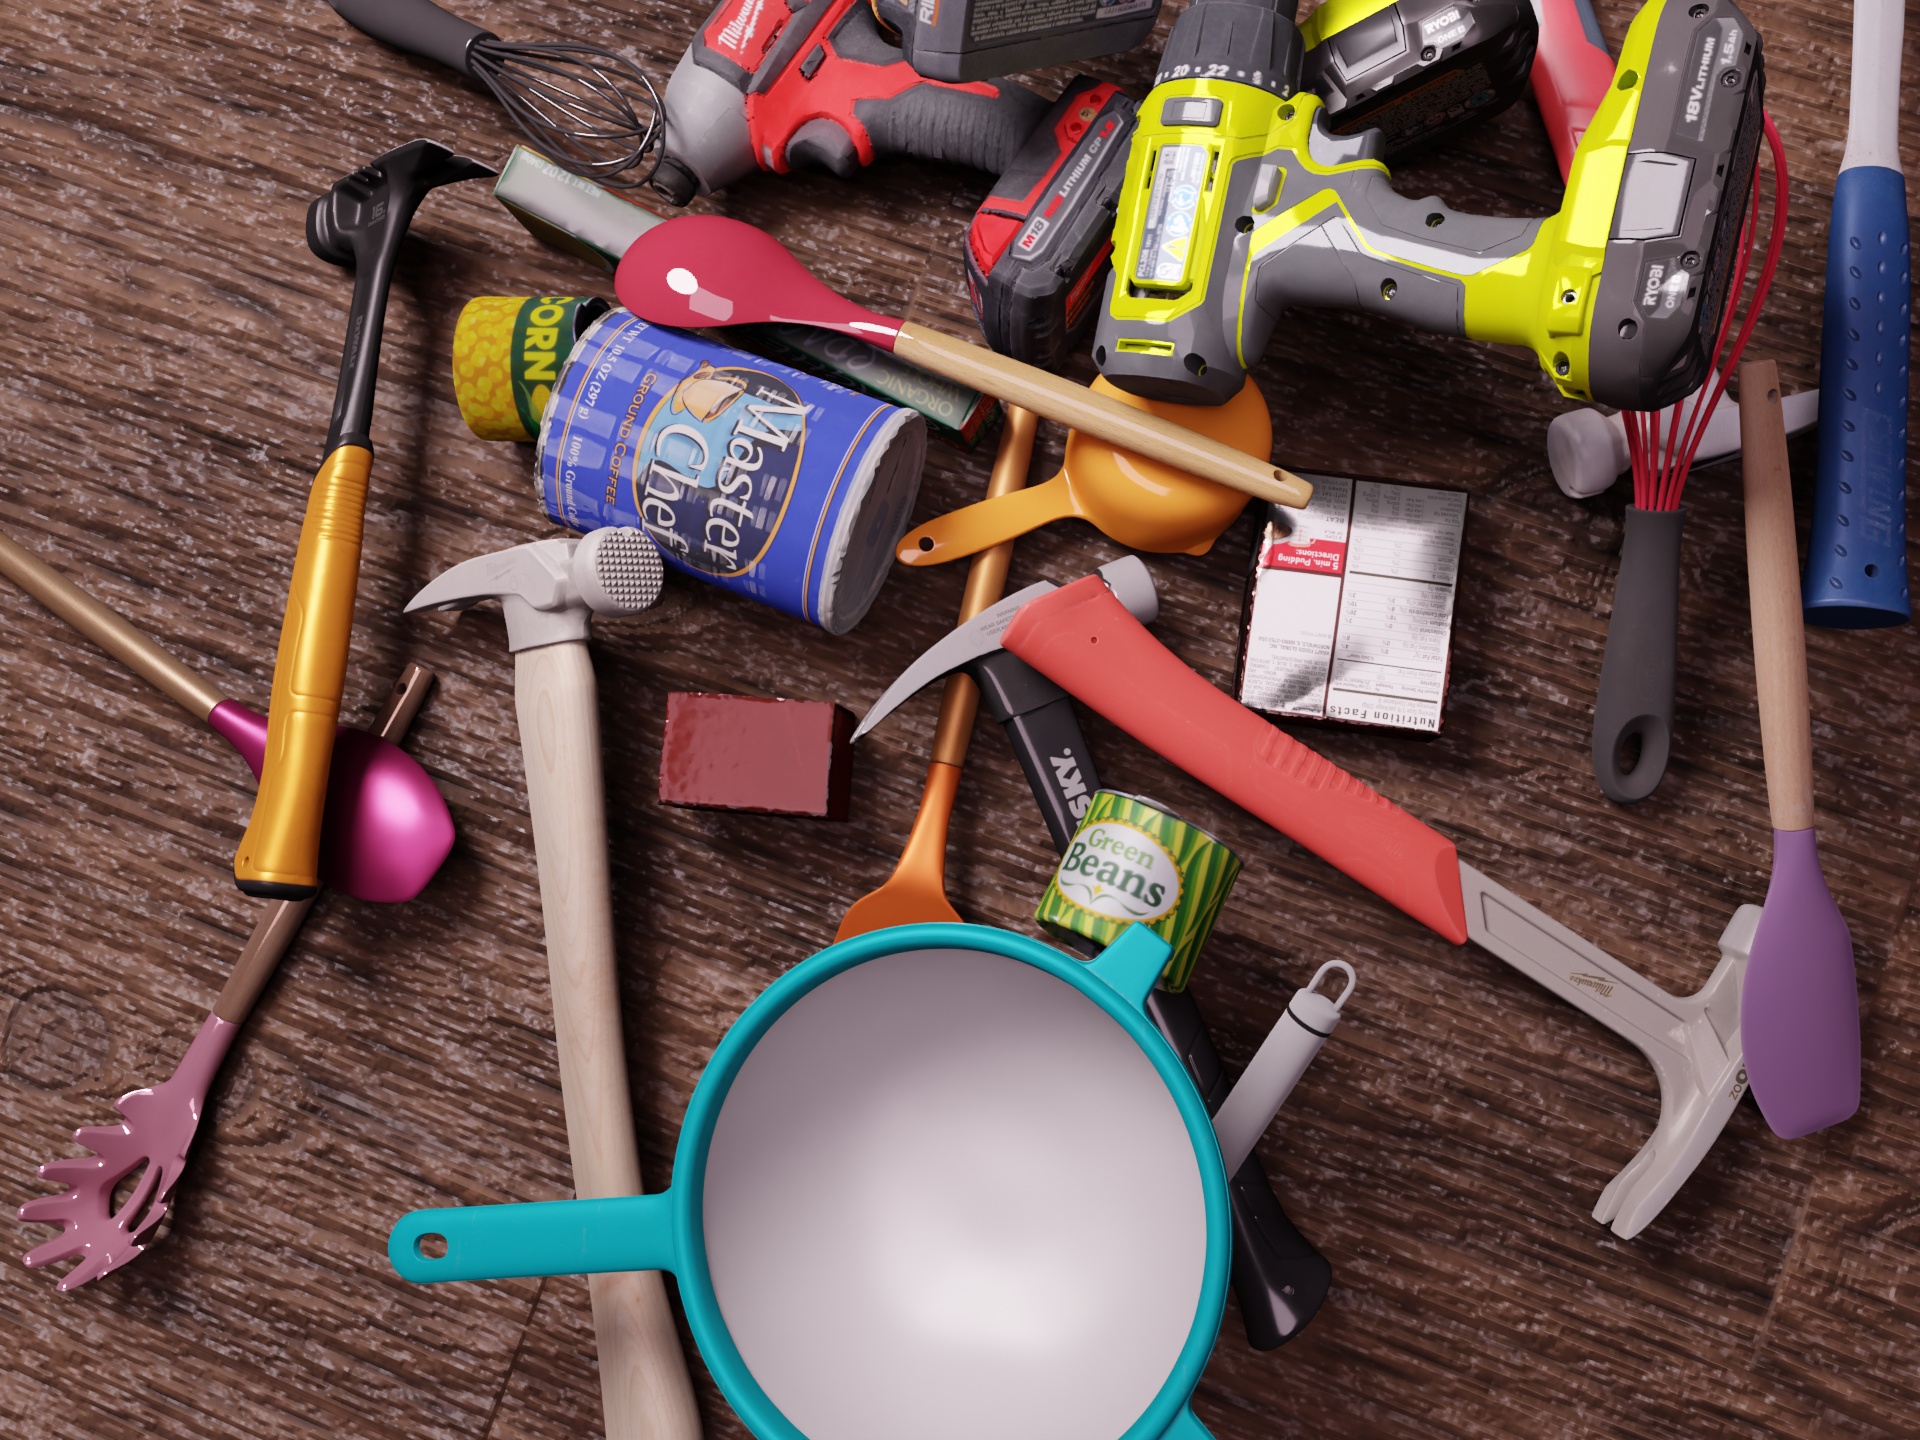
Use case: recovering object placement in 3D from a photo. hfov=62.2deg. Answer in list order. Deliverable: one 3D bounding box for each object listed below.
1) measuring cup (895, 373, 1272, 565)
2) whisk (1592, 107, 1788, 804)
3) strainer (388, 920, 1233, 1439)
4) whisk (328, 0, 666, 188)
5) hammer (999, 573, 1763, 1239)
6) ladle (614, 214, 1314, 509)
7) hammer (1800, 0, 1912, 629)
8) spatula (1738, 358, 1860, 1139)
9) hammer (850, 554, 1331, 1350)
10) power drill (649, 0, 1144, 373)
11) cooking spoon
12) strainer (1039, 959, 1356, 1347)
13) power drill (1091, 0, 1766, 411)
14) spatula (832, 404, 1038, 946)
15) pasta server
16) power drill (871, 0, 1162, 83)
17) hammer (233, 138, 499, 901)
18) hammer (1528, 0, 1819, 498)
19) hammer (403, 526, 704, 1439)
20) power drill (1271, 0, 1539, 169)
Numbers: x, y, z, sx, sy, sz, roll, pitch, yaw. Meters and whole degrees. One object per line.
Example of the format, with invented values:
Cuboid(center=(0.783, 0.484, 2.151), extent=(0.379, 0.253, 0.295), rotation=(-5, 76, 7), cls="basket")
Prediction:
Cuboid(center=(0.054, -0.107, 0.692), extent=(0.173, 0.052, 0.095), rotation=(-21, 83, -8), cls="measuring cup")
Cuboid(center=(0.286, -0.106, 0.646), extent=(0.073, 0.073, 0.295), rotation=(1, 106, 6), cls="whisk")
Cuboid(center=(-0.057, 0.194, 0.628), extent=(0.340, 0.095, 0.211), rotation=(-9, 79, 17), cls="strainer")
Cuboid(center=(-0.220, -0.304, 0.735), extent=(0.239, 0.055, 0.055), rotation=(33, 89, 27), cls="whisk")
Cuboid(center=(0.169, 0.060, 0.660), extent=(0.359, 0.037, 0.149), rotation=(32, 88, -2), cls="hammer")
Cuboid(center=(-0.002, -0.150, 0.667), extent=(0.315, 0.031, 0.069), rotation=(23, 59, 7), cls="ladle")
Cuboid(center=(0.387, -0.237, 0.664), extent=(0.144, 0.035, 0.406), rotation=(9, 80, -2), cls="hammer")
Cuboid(center=(0.325, 0.018, 0.628), extent=(0.059, 0.018, 0.316), rotation=(-12, 100, -15), cls="spatula")
Cuboid(center=(0.072, 0.106, 0.679), extent=(0.146, 0.035, 0.335), rotation=(-21, 87, -13), cls="hammer")
Cuboid(center=(-0.029, -0.255, 0.714), extent=(0.220, 0.078, 0.143), rotation=(32, 80, 11), cls="power drill")
Cuboid(center=(-0.366, -0.017, 0.747), extent=(0.319, 0.017, 0.069), rotation=(33, 84, 13), cls="cooking spoon")
Cuboid(center=(0.084, 0.200, 0.639), extent=(0.087, 0.050, 0.258), rotation=(36, 107, 22), cls="strainer")
Cuboid(center=(0.170, -0.210, 0.599), extent=(0.229, 0.080, 0.190), rotation=(13, 93, 29), cls="power drill")
Cuboid(center=(-0.001, -0.002, 0.719), extent=(0.081, 0.041, 0.323), rotation=(12, 82, 6), cls="spatula")
Cuboid(center=(-0.329, 0.112, 0.733), extent=(0.060, 0.040, 0.316), rotation=(28, 87, 16), cls="pasta server")
Cuboid(center=(-0.042, -0.352, 0.665), extent=(0.185, 0.084, 0.226), rotation=(-24, 55, -28), cls="power drill")
Cuboid(center=(-0.273, -0.089, 0.705), extent=(0.127, 0.034, 0.337), rotation=(-3, 78, 44), cls="hammer")
Cuboid(center=(0.285, -0.300, 0.709), extent=(0.143, 0.038, 0.386), rotation=(-15, 83, 3), cls="hammer")
Cuboid(center=(-0.169, 0.129, 0.700), extent=(0.146, 0.038, 0.410), rotation=(-6, 90, 39), cls="hammer")
Cuboid(center=(0.146, -0.354, 0.699), extent=(0.171, 0.080, 0.223), rotation=(-21, 79, 26), cls="power drill")
